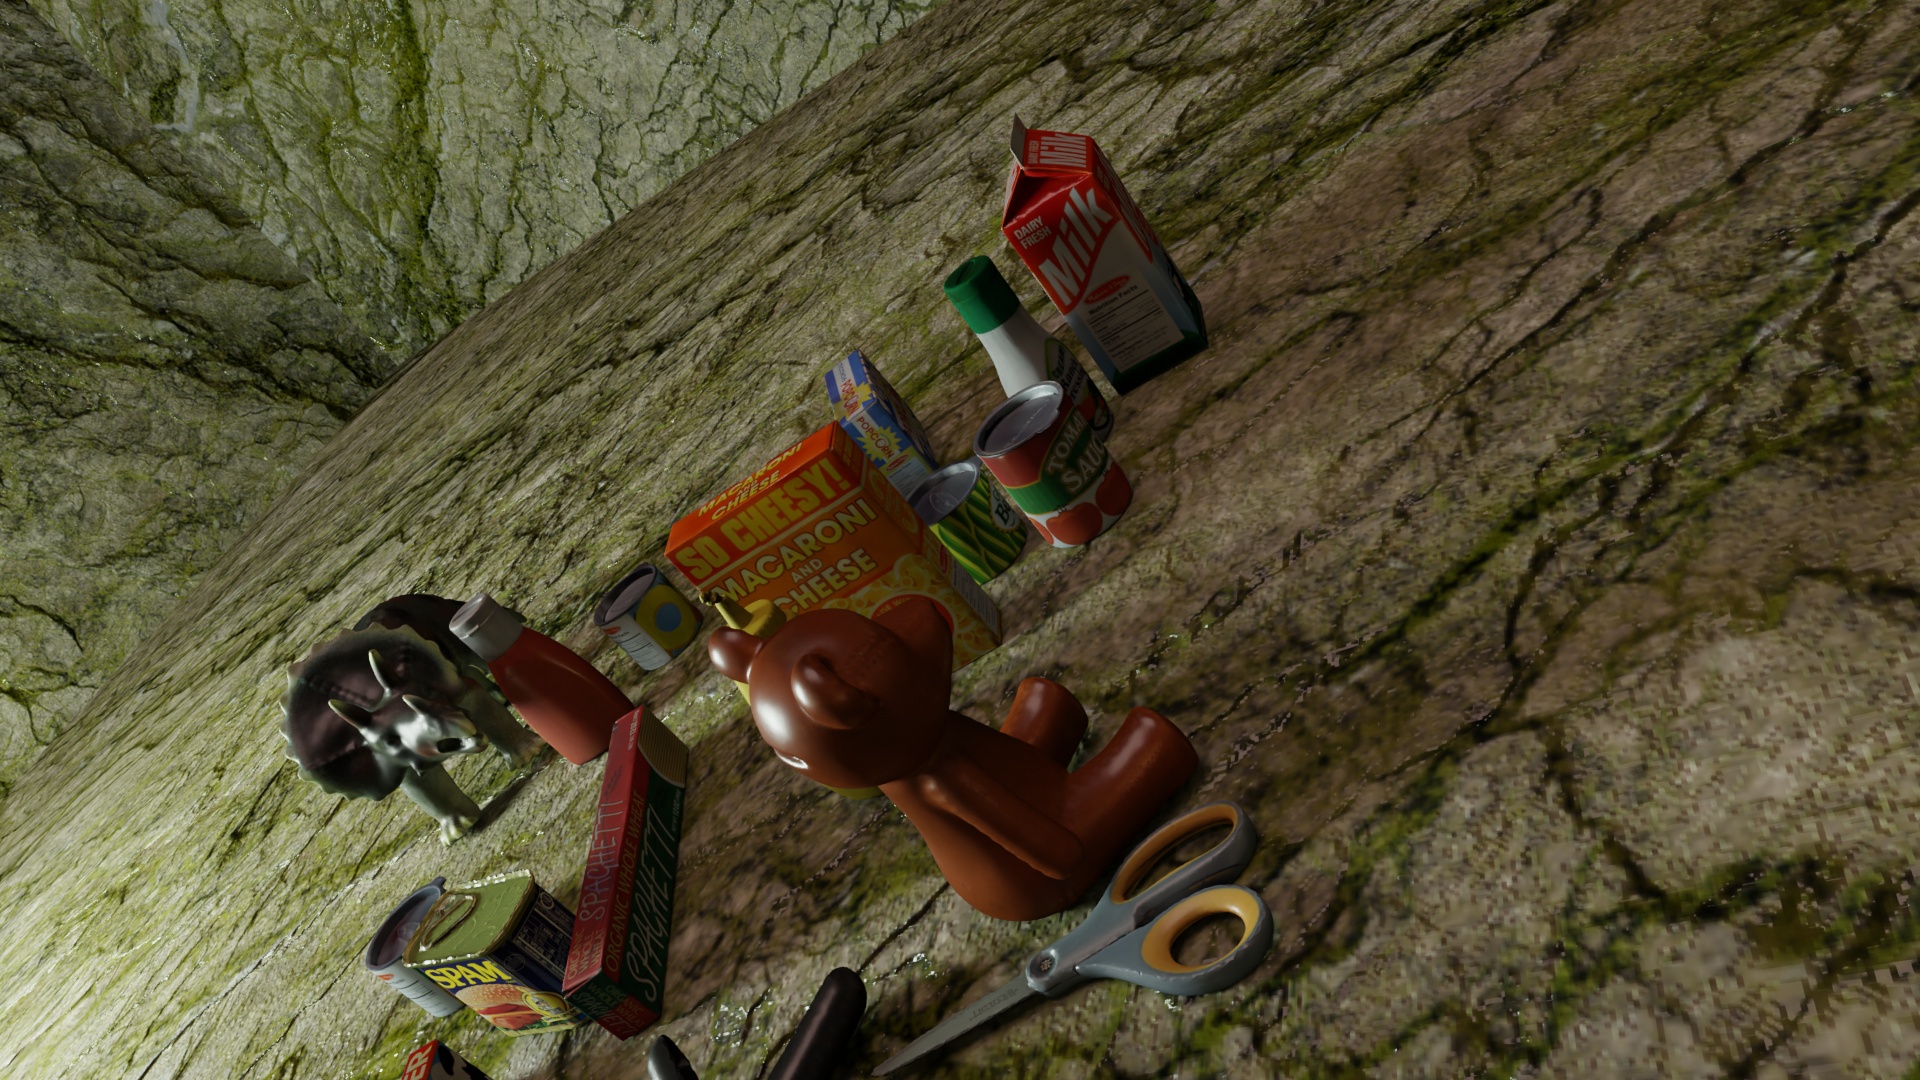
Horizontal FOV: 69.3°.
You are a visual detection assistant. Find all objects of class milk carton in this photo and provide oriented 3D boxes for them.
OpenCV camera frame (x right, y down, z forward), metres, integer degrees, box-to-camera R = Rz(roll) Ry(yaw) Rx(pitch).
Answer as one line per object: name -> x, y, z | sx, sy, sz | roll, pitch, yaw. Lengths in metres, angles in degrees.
milk carton -> 0.088, -0.201, 0.943 | 0.073, 0.190, 0.073 | -29, 28, 22

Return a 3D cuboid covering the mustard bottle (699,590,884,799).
mustard bottle -> -0.086, 0.078, 0.768 | 0.065, 0.160, 0.049 | -26, 29, 26

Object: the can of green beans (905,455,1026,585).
can of green beans -> 0.001, -0.010, 0.907 | 0.071, 0.057, 0.071 | -30, 28, 18

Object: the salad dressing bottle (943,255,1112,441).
salad dressing bottle -> 0.045, -0.121, 0.923 | 0.044, 0.147, 0.064 | -18, 34, 38

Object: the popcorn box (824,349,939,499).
popcorn box -> -0.061, -0.089, 1.080 | 0.038, 0.085, 0.127 | -36, 26, 7

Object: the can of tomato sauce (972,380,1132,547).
can of tomato sauce -> 0.059, -0.046, 0.860 | 0.071, 0.083, 0.071 | -31, 28, 18

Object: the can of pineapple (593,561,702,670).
can of pineapple -> -0.250, 0.061, 1.121 | 0.071, 0.057, 0.071 | -30, 28, 18

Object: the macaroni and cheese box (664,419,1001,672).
macaroni and cheese box -> -0.073, 0.025, 0.825 | 0.123, 0.166, 0.040 | -31, 27, 17

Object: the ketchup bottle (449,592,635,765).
ketchup bottle -> -0.314, 0.101, 1.037 | 0.064, 0.148, 0.044 | -37, 26, 6

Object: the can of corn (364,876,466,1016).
can of corn -> -0.345, 0.269, 0.918 | 0.071, 0.058, 0.071 | -30, 28, 18

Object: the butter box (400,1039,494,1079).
butter box -> -0.287, 0.329, 0.755 | 0.024, 0.053, 0.104 | -33, 27, 15

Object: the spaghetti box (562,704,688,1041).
spaghetti box -> -0.202, 0.195, 0.859 | 0.028, 0.050, 0.251 | -34, 27, 12
